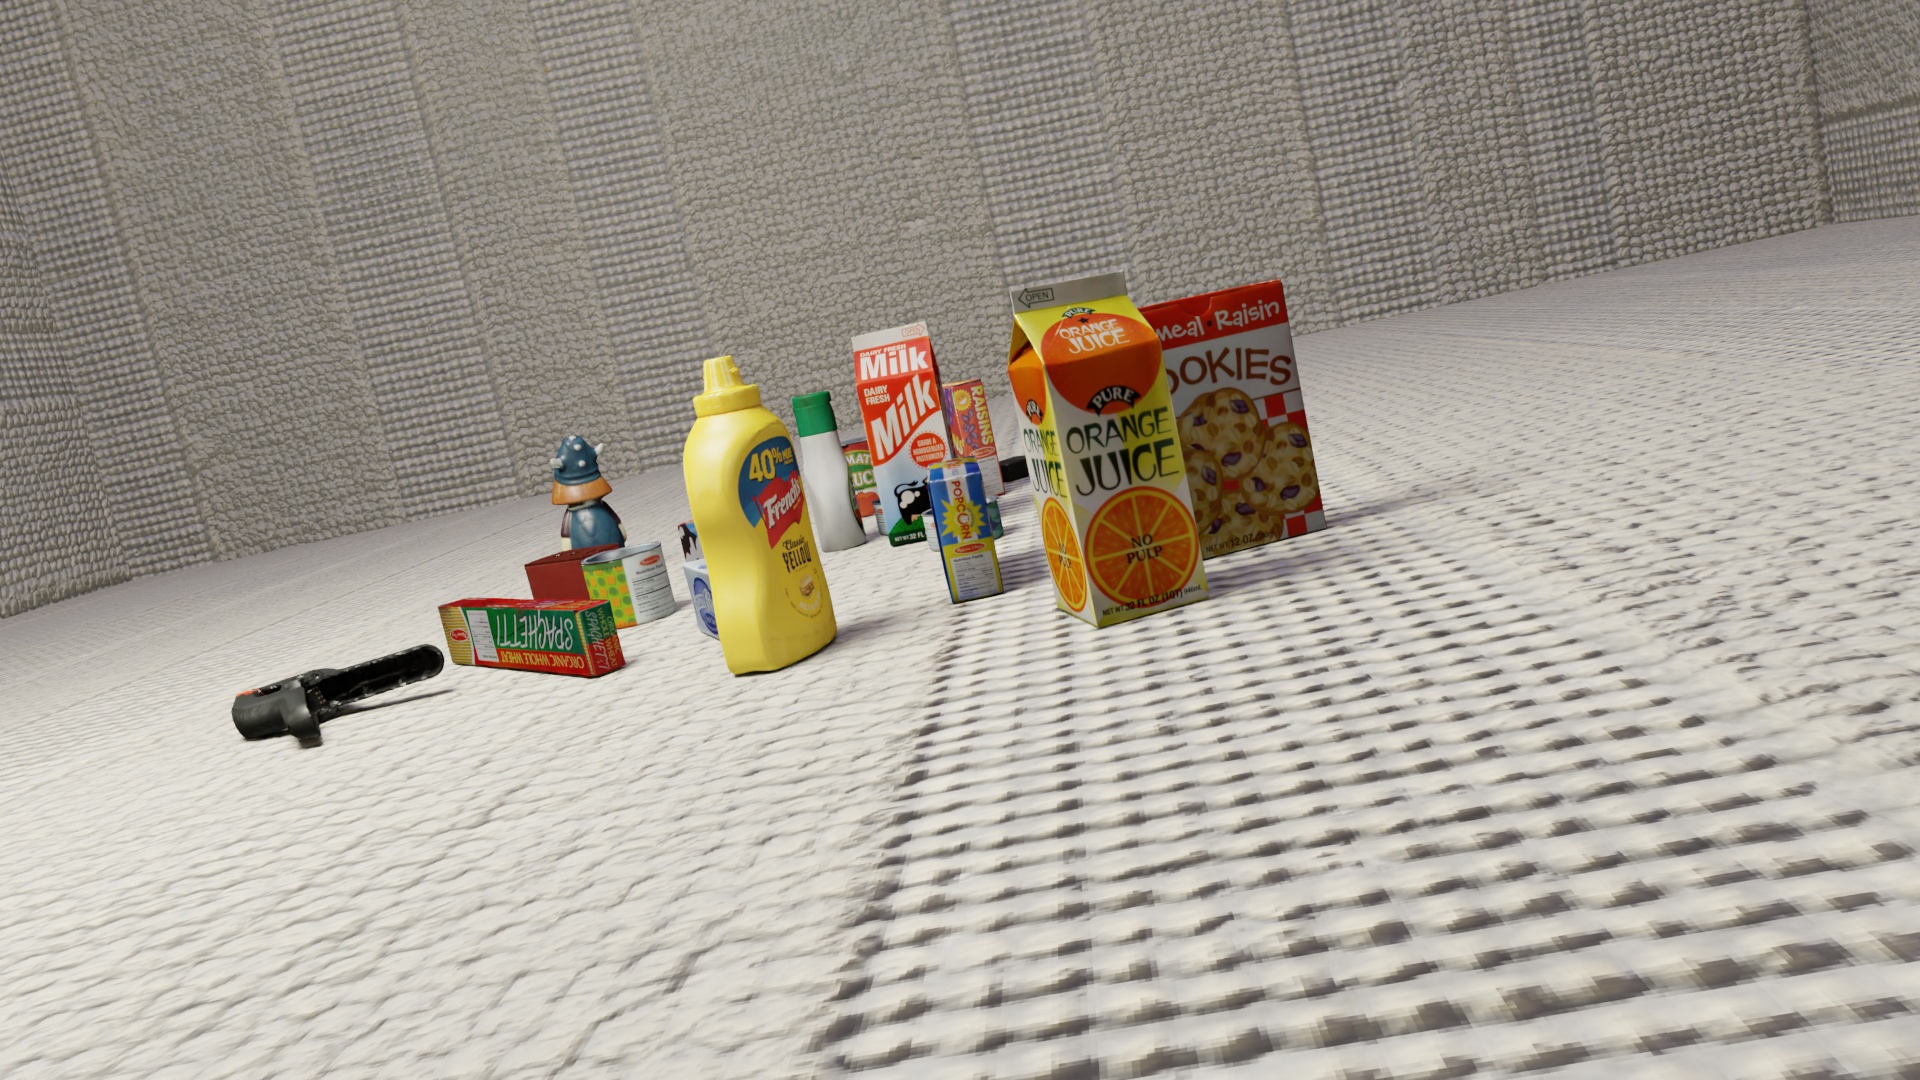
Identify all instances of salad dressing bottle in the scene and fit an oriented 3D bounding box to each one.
[{"bbox_3d":[-0.125,-0.065,1.301,0.044,0.147,0.064,-13,8,-4],"label":"salad dressing bottle"}]

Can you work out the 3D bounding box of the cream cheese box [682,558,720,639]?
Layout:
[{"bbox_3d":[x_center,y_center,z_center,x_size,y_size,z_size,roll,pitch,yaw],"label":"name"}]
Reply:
[{"bbox_3d":[-0.169,0.042,0.982,0.024,0.053,0.104,-16,9,-22],"label":"cream cheese box"}]

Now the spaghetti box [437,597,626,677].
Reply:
[{"bbox_3d":[-0.323,0.070,1.031,0.029,0.050,0.250,-19,11,-40],"label":"spaghetti box"}]

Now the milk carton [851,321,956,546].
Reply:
[{"bbox_3d":[-0.046,-0.097,1.258,0.072,0.190,0.073,-12,8,4],"label":"milk carton"}]

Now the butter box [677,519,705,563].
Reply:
[{"bbox_3d":[-0.214,0.001,1.313,0.103,0.053,0.024,-9,9,23],"label":"butter box"}]

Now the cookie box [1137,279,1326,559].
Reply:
[{"bbox_3d":[0.162,-0.076,0.903,0.123,0.167,0.040,-14,8,-10],"label":"cookie box"}]

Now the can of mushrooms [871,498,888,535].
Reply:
[{"bbox_3d":[-0.048,-0.029,1.342,0.071,0.033,0.071,-12,8,2],"label":"can of mushrooms"}]

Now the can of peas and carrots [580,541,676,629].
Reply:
[{"bbox_3d":[-0.274,0.037,1.142,0.071,0.058,0.071,-12,8,2],"label":"can of peas and carrots"}]

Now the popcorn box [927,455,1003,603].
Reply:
[{"bbox_3d":[0.002,-0.011,0.980,0.038,0.085,0.127,-12,8,1],"label":"popcorn box"}]

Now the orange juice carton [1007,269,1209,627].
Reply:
[{"bbox_3d":[0.080,-0.055,0.798,0.072,0.192,0.073,-14,8,-13],"label":"orange juice carton"}]

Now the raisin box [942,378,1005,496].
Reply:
[{"bbox_3d":[0.003,-0.105,1.467,0.040,0.123,0.086,-15,9,-21],"label":"raisin box"}]

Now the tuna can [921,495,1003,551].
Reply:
[{"bbox_3d":[0.004,-0.015,1.180,0.071,0.032,0.071,-12,8,2],"label":"tuna can"}]

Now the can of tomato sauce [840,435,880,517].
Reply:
[{"bbox_3d":[-0.107,-0.070,1.527,0.071,0.083,0.071,-12,8,2],"label":"can of tomato sauce"}]
